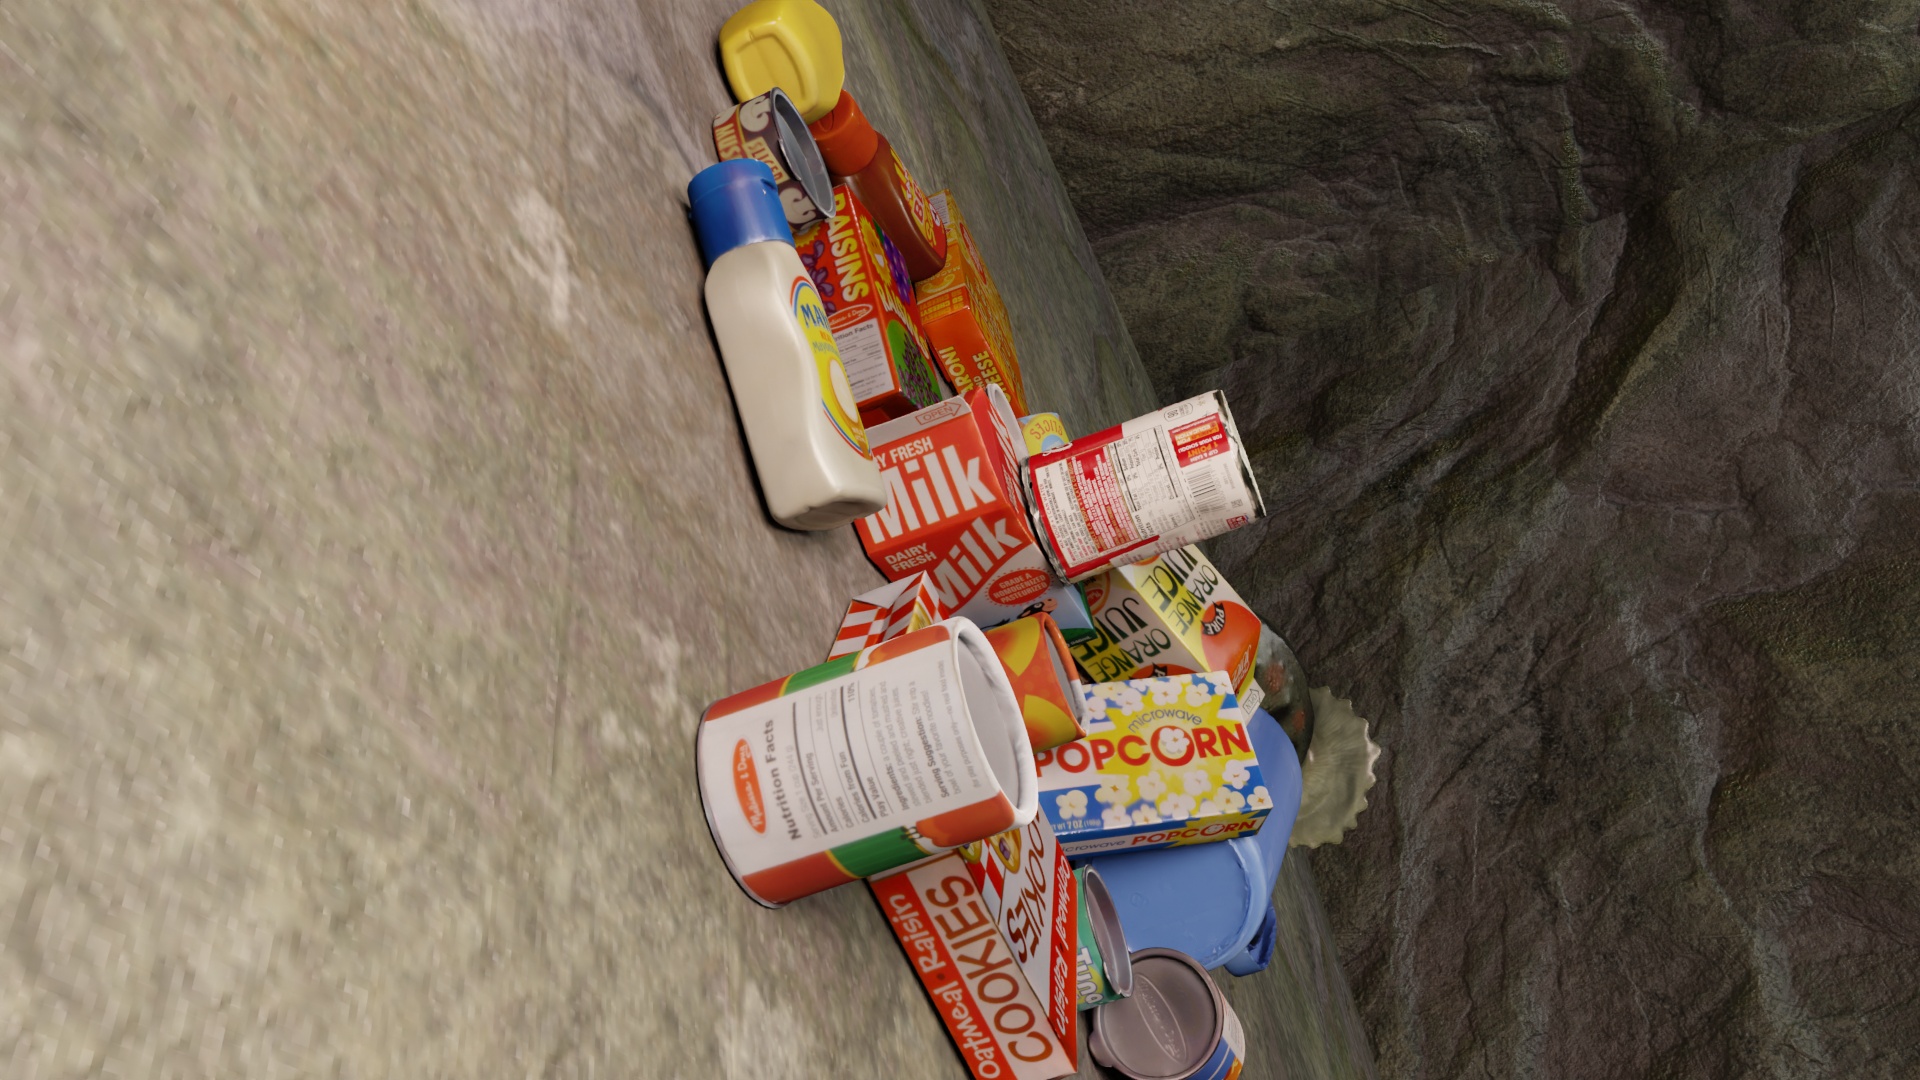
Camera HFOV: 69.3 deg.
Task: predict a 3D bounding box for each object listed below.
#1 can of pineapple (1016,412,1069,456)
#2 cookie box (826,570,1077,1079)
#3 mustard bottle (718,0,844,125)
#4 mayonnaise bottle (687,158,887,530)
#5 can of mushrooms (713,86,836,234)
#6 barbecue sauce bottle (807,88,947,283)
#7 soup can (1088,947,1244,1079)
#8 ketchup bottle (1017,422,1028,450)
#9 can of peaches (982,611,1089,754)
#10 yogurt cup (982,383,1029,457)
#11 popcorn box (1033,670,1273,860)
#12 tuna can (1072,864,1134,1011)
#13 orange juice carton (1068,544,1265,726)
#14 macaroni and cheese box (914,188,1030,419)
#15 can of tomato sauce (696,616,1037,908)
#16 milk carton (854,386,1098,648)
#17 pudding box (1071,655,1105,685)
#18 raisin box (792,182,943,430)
[{"bbox_3d":[0.048,-0.050,0.954,0.071,0.071,0.058,15,54,-75],"label":"can of pineapple"},{"bbox_3d":[-0.003,0.112,0.550,0.123,0.040,0.167,-76,142,-69],"label":"cookie box"},{"bbox_3d":[-0.092,-0.265,0.757,0.161,0.049,0.065,-86,153,-64],"label":"mustard bottle"},{"bbox_3d":[-0.072,-0.079,0.555,0.065,0.041,0.148,16,55,-73],"label":"mayonnaise bottle"},{"bbox_3d":[-0.089,-0.179,0.665,0.071,0.033,0.071,-22,91,-78],"label":"can of mushrooms"},{"bbox_3d":[-0.053,-0.220,0.858,0.148,0.043,0.065,44,29,-62],"label":"barbecue sauce bottle"},{"bbox_3d":[0.108,0.257,0.725,0.083,0.071,0.071,59,15,-55],"label":"soup can"},{"bbox_3d":[0.036,-0.003,0.887,0.065,0.043,0.149,-5,75,-62],"label":"ketchup bottle"},{"bbox_3d":[0.025,0.073,0.687,0.071,0.058,0.071,-22,91,-78],"label":"can of peaches"},{"bbox_3d":[0.008,-0.052,0.822,0.072,0.054,0.072,-22,91,-78],"label":"yogurt cup"},{"bbox_3d":[0.091,0.119,0.739,0.038,0.127,0.085,101,-19,-52],"label":"popcorn box"},{"bbox_3d":[0.059,0.198,0.685,0.071,0.033,0.071,-22,91,-78],"label":"tuna can"},{"bbox_3d":[0.109,0.042,0.828,0.192,0.072,0.072,48,43,-5],"label":"orange juice carton"},{"bbox_3d":[0.005,-0.163,1.021,0.167,0.040,0.123,-97,162,-48],"label":"macaroni and cheese box"},{"bbox_3d":[-0.026,0.066,0.421,0.071,0.083,0.071,-22,91,-77],"label":"can of tomato sauce"},{"bbox_3d":[0.002,-0.009,0.688,0.190,0.072,0.074,51,22,-54],"label":"milk carton"},{"bbox_3d":[0.075,0.094,0.882,0.083,0.049,0.030,39,31,-66],"label":"pudding box"},{"bbox_3d":[-0.047,-0.109,0.718,0.086,0.040,0.124,38,34,-65],"label":"raisin box"}]
